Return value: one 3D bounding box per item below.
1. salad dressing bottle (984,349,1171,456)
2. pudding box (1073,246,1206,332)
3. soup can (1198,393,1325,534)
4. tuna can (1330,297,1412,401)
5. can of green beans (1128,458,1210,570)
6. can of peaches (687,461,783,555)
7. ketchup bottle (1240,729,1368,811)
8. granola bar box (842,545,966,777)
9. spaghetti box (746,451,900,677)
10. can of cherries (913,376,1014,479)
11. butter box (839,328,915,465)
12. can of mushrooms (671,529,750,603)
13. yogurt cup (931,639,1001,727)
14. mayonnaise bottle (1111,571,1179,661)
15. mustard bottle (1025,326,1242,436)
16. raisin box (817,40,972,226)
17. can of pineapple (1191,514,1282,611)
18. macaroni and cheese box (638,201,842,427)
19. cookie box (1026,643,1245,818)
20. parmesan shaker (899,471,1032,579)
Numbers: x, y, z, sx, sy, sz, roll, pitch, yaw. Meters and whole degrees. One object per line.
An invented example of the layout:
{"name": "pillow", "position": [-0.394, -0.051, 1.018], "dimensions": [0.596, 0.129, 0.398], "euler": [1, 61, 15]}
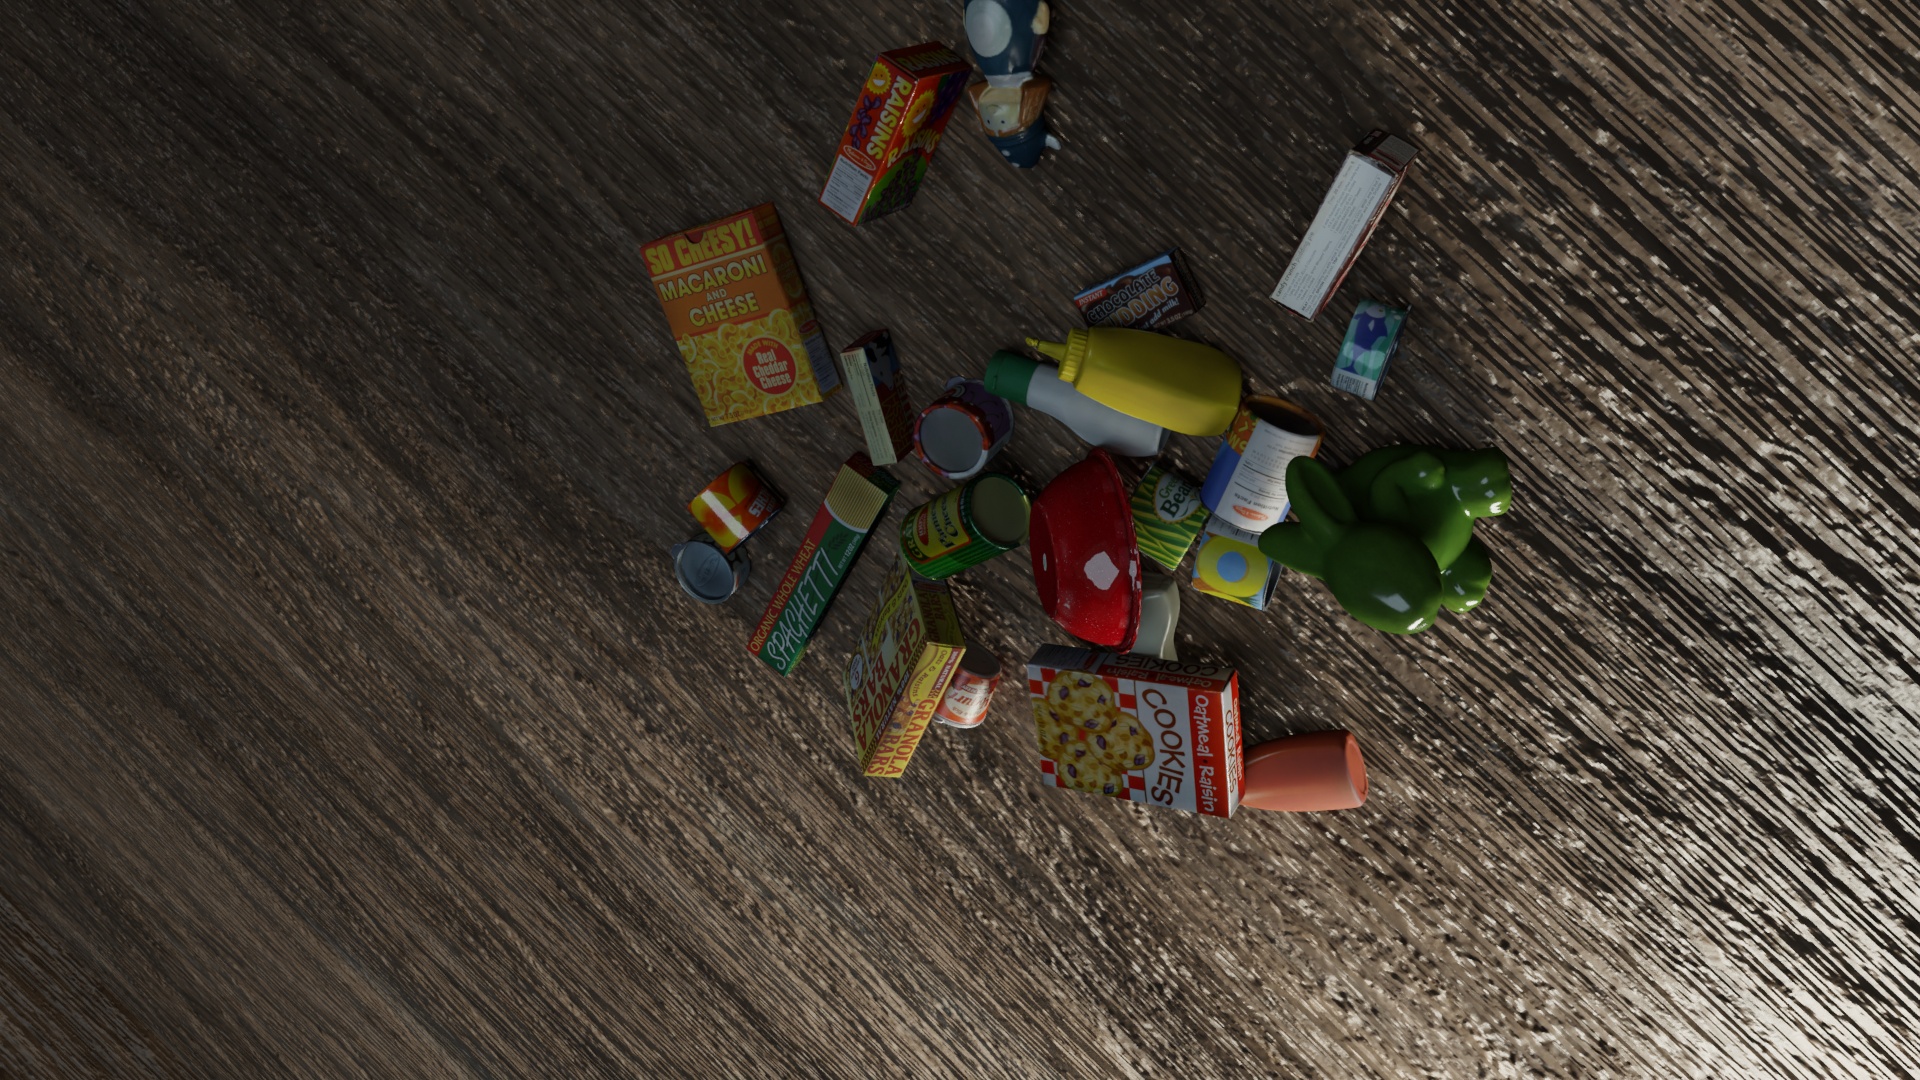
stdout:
{"name": "salad dressing bottle", "position": [0.092, -0.110, 1.079], "dimensions": [0.148, 0.044, 0.064], "euler": [21, 127, 17]}
{"name": "pudding box", "position": [0.133, -0.179, 1.031], "dimensions": [0.083, 0.030, 0.049], "euler": [-19, 105, 32]}
{"name": "soup can", "position": [0.222, -0.058, 1.026], "dimensions": [0.071, 0.072, 0.083], "euler": [27, 119, 12]}
{"name": "tuna can", "position": [0.283, -0.135, 0.958], "dimensions": [0.033, 0.071, 0.070], "euler": [22, 123, 16]}
{"name": "can of green beans", "position": [0.158, -0.019, 1.077], "dimensions": [0.058, 0.071, 0.071], "euler": [32, 125, 8]}
{"name": "can of peaches", "position": [-0.202, -0.031, 1.250], "dimensions": [0.058, 0.071, 0.071], "euler": [49, 125, -2]}
{"name": "ketchup bottle", "position": [0.257, 0.195, 1.151], "dimensions": [0.148, 0.044, 0.064], "euler": [-12, 108, 31]}
{"name": "granola bar box", "position": [-0.052, 0.106, 1.214], "dimensions": [0.039, 0.125, 0.164], "euler": [9, 127, -23]}
{"name": "spaghetti box", "position": [-0.129, 0.028, 1.266], "dimensions": [0.050, 0.029, 0.248], "euler": [36, 125, 6]}
{"name": "can of cherries", "position": [0.001, -0.092, 1.123], "dimensions": [0.071, 0.059, 0.071], "euler": [11, 120, 21]}
{"name": "butter box", "position": [-0.066, -0.117, 1.146], "dimensions": [0.024, 0.053, 0.103], "euler": [-6, 113, 26]}
{"name": "can of mushrooms", "position": [-0.236, 0.022, 1.313], "dimensions": [0.071, 0.034, 0.070], "euler": [12, 120, 21]}
{"name": "yogurt cup", "position": [0.001, 0.124, 1.230], "dimensions": [0.072, 0.073, 0.053], "euler": [31, 117, 9]}
{"name": "mayonnaise bottle", "position": [0.153, 0.098, 1.156], "dimensions": [0.065, 0.041, 0.147], "euler": [5, 118, 26]}
{"name": "mustard bottle", "position": [0.124, -0.124, 1.013], "dimensions": [0.160, 0.065, 0.048], "euler": [16, 144, -4]}
{"name": "raisin box", "position": [-0.048, -0.300, 1.024], "dimensions": [0.040, 0.086, 0.122], "euler": [38, 125, 10]}
{"name": "can of pineapple", "position": [0.215, 0.016, 1.067], "dimensions": [0.058, 0.071, 0.070], "euler": [17, 121, 19]}
{"name": "macaroni and cheese box", "position": [-0.186, -0.189, 1.177], "dimensions": [0.123, 0.040, 0.166], "euler": [-10, 110, 29]}
{"name": "cookie box", "position": [0.144, 0.154, 1.139], "dimensions": [0.167, 0.040, 0.122], "euler": [6, 119, 27]}
{"name": "parmesan shaker", "position": [0.004, -0.014, 1.140], "dimensions": [0.071, 0.072, 0.102], "euler": [54, 143, -7]}
